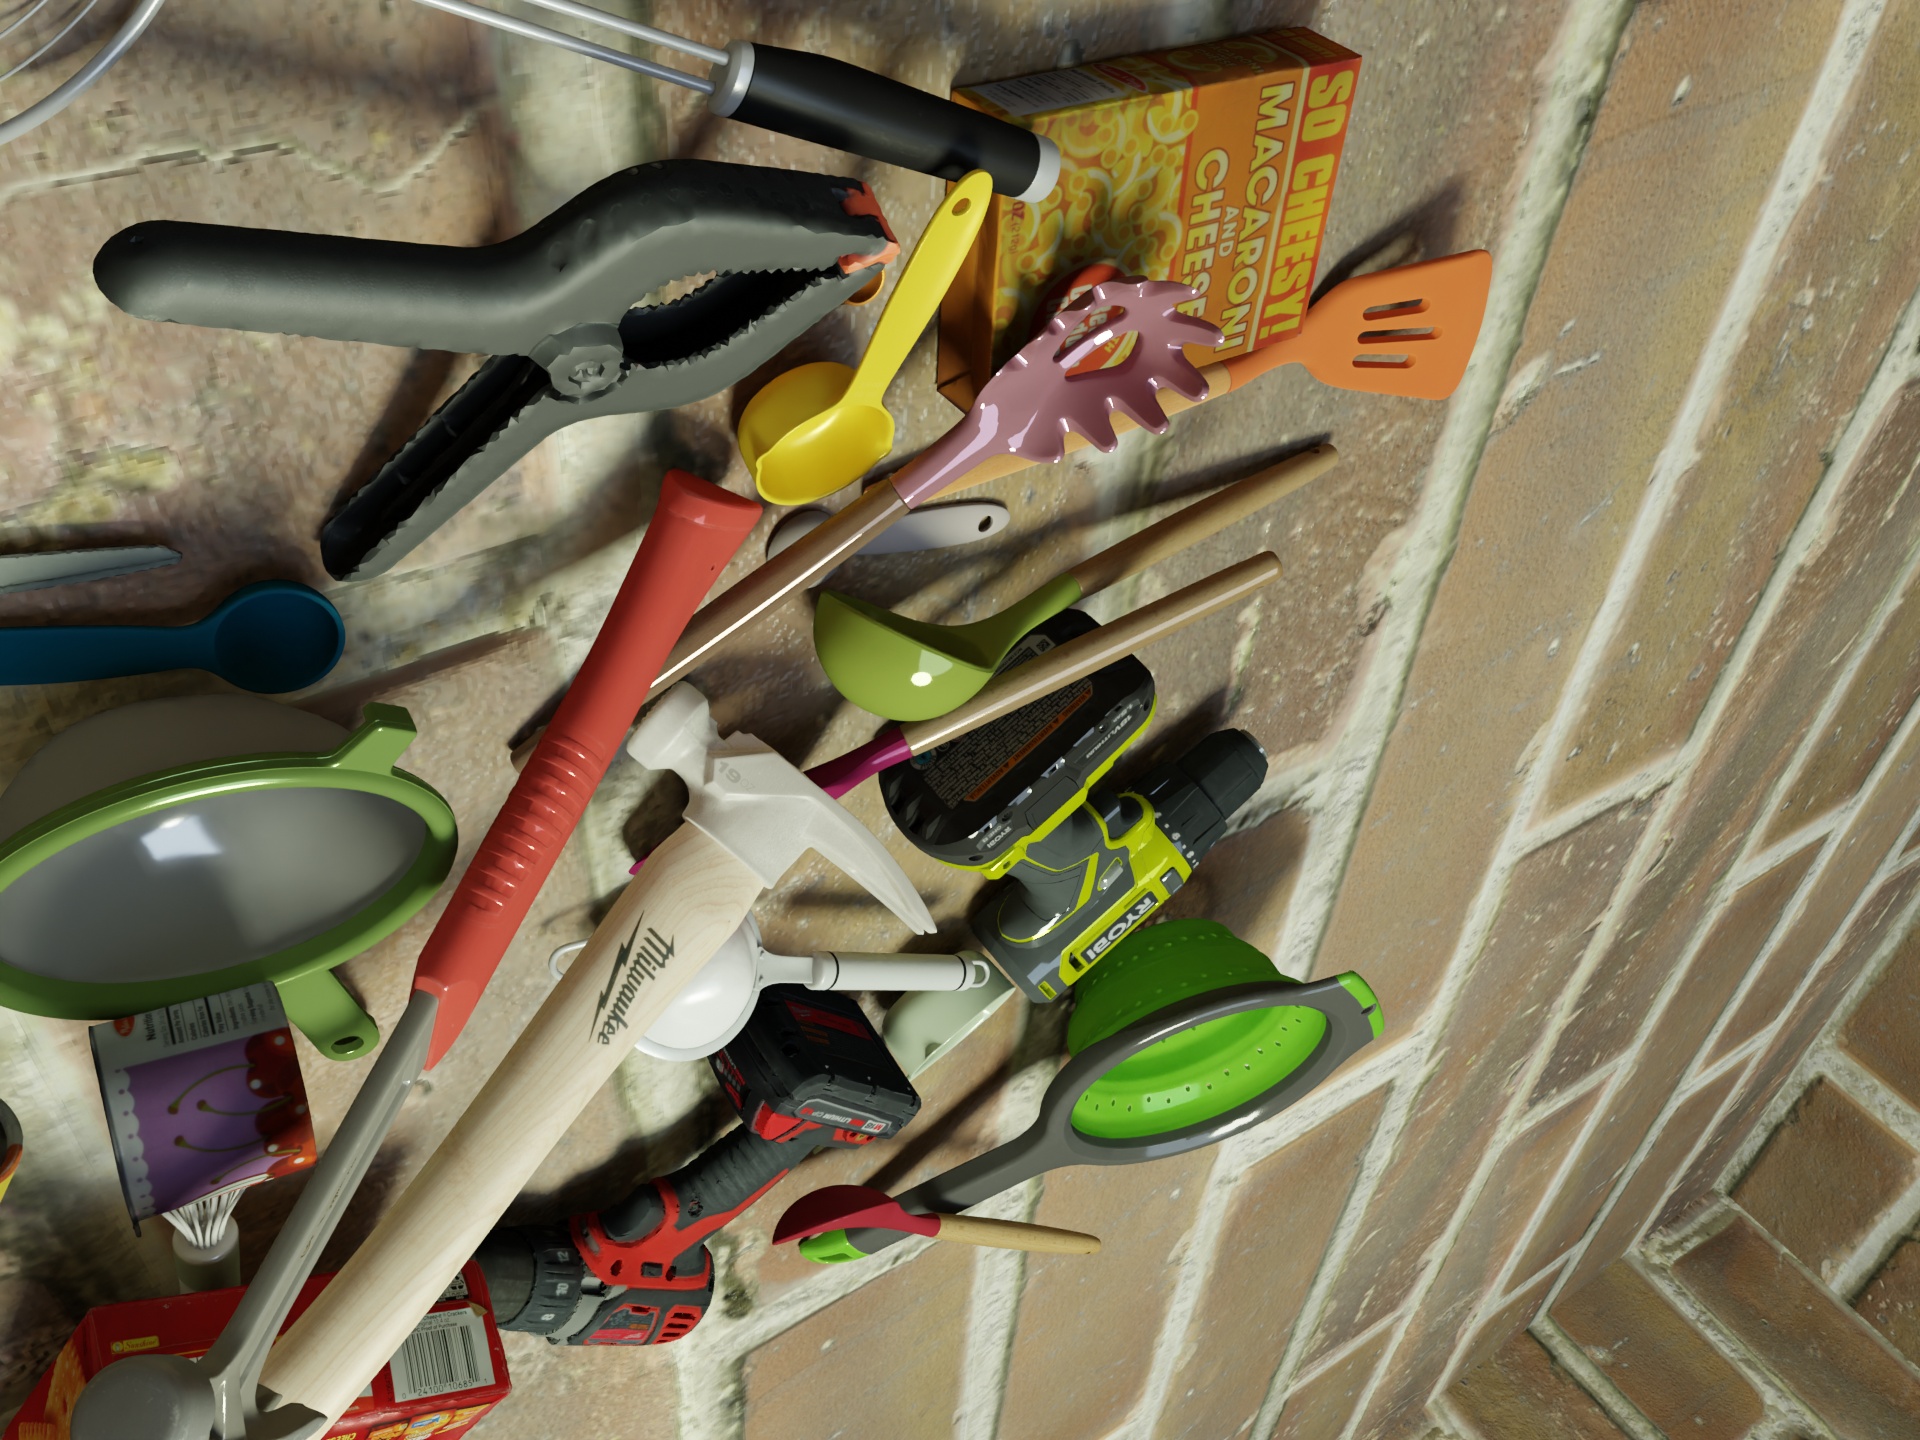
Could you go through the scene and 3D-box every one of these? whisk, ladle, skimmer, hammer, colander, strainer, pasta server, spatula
[{"bbox_3d":[-0.308,0.206,0.646,0.059,0.058,0.246,-35,156,-43],"label":"whisk"},{"bbox_3d":[-0.001,0.317,0.989,0.069,0.031,0.315,-28,147,28],"label":"ladle"},{"bbox_3d":[-0.109,-0.165,0.421,0.363,0.090,0.127,2,150,-37],"label":"skimmer"},{"bbox_3d":[-0.161,0.071,0.541,0.149,0.037,0.359,104,10,-70],"label":"hammer"},{"bbox_3d":[0.065,0.228,1.013,0.397,0.095,0.204,-28,143,9],"label":"colander"},{"bbox_3d":[0.069,-0.081,0.728,0.320,0.078,0.062,-28,131,-31],"label":"ladle"},{"bbox_3d":[-0.073,0.119,0.767,0.258,0.050,0.087,10,78,-45],"label":"strainer"},{"bbox_3d":[-0.044,-0.067,0.604,0.316,0.040,0.060,-35,125,7],"label":"pasta server"},{"bbox_3d":[-0.252,0.058,0.565,0.151,0.069,0.256,-20,156,-15],"label":"strainer"},{"bbox_3d":[0.103,-0.142,0.708,0.322,0.041,0.081,-23,140,-24],"label":"spatula"},{"bbox_3d":[-0.181,0.183,0.600,0.411,0.146,0.038,-52,-175,-16],"label":"hammer"}]

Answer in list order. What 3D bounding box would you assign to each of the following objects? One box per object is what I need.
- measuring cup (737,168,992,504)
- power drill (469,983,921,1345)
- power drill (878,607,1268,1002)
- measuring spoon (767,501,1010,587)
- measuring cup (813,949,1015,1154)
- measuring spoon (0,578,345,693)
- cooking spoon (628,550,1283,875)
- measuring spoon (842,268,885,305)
[{"bbox_3d":[-0.033,-0.137,0.559,0.062,0.029,0.156,-12,152,-40],"label":"measuring cup"},{"bbox_3d":[-0.151,0.233,0.813,0.226,0.080,0.187,-46,143,9],"label":"power drill"},{"bbox_3d":[0.068,0.040,0.826,0.190,0.080,0.228,-42,146,-3],"label":"power drill"},{"bbox_3d":[-0.025,-0.076,0.672,0.124,0.018,0.034,-14,134,-35],"label":"measuring spoon"},{"bbox_3d":[-0.039,0.189,0.904,0.167,0.038,0.083,-44,168,23],"label":"measuring cup"},{"bbox_3d":[-0.264,-0.028,0.503,0.128,0.021,0.042,-5,130,-28],"label":"measuring spoon"},{"bbox_3d":[-0.001,-0.002,0.707,0.319,0.017,0.068,-25,170,-2],"label":"cooking spoon"},{"bbox_3d":[-0.080,-0.142,0.566,0.117,0.011,0.021,-26,142,-17],"label":"measuring spoon"}]
